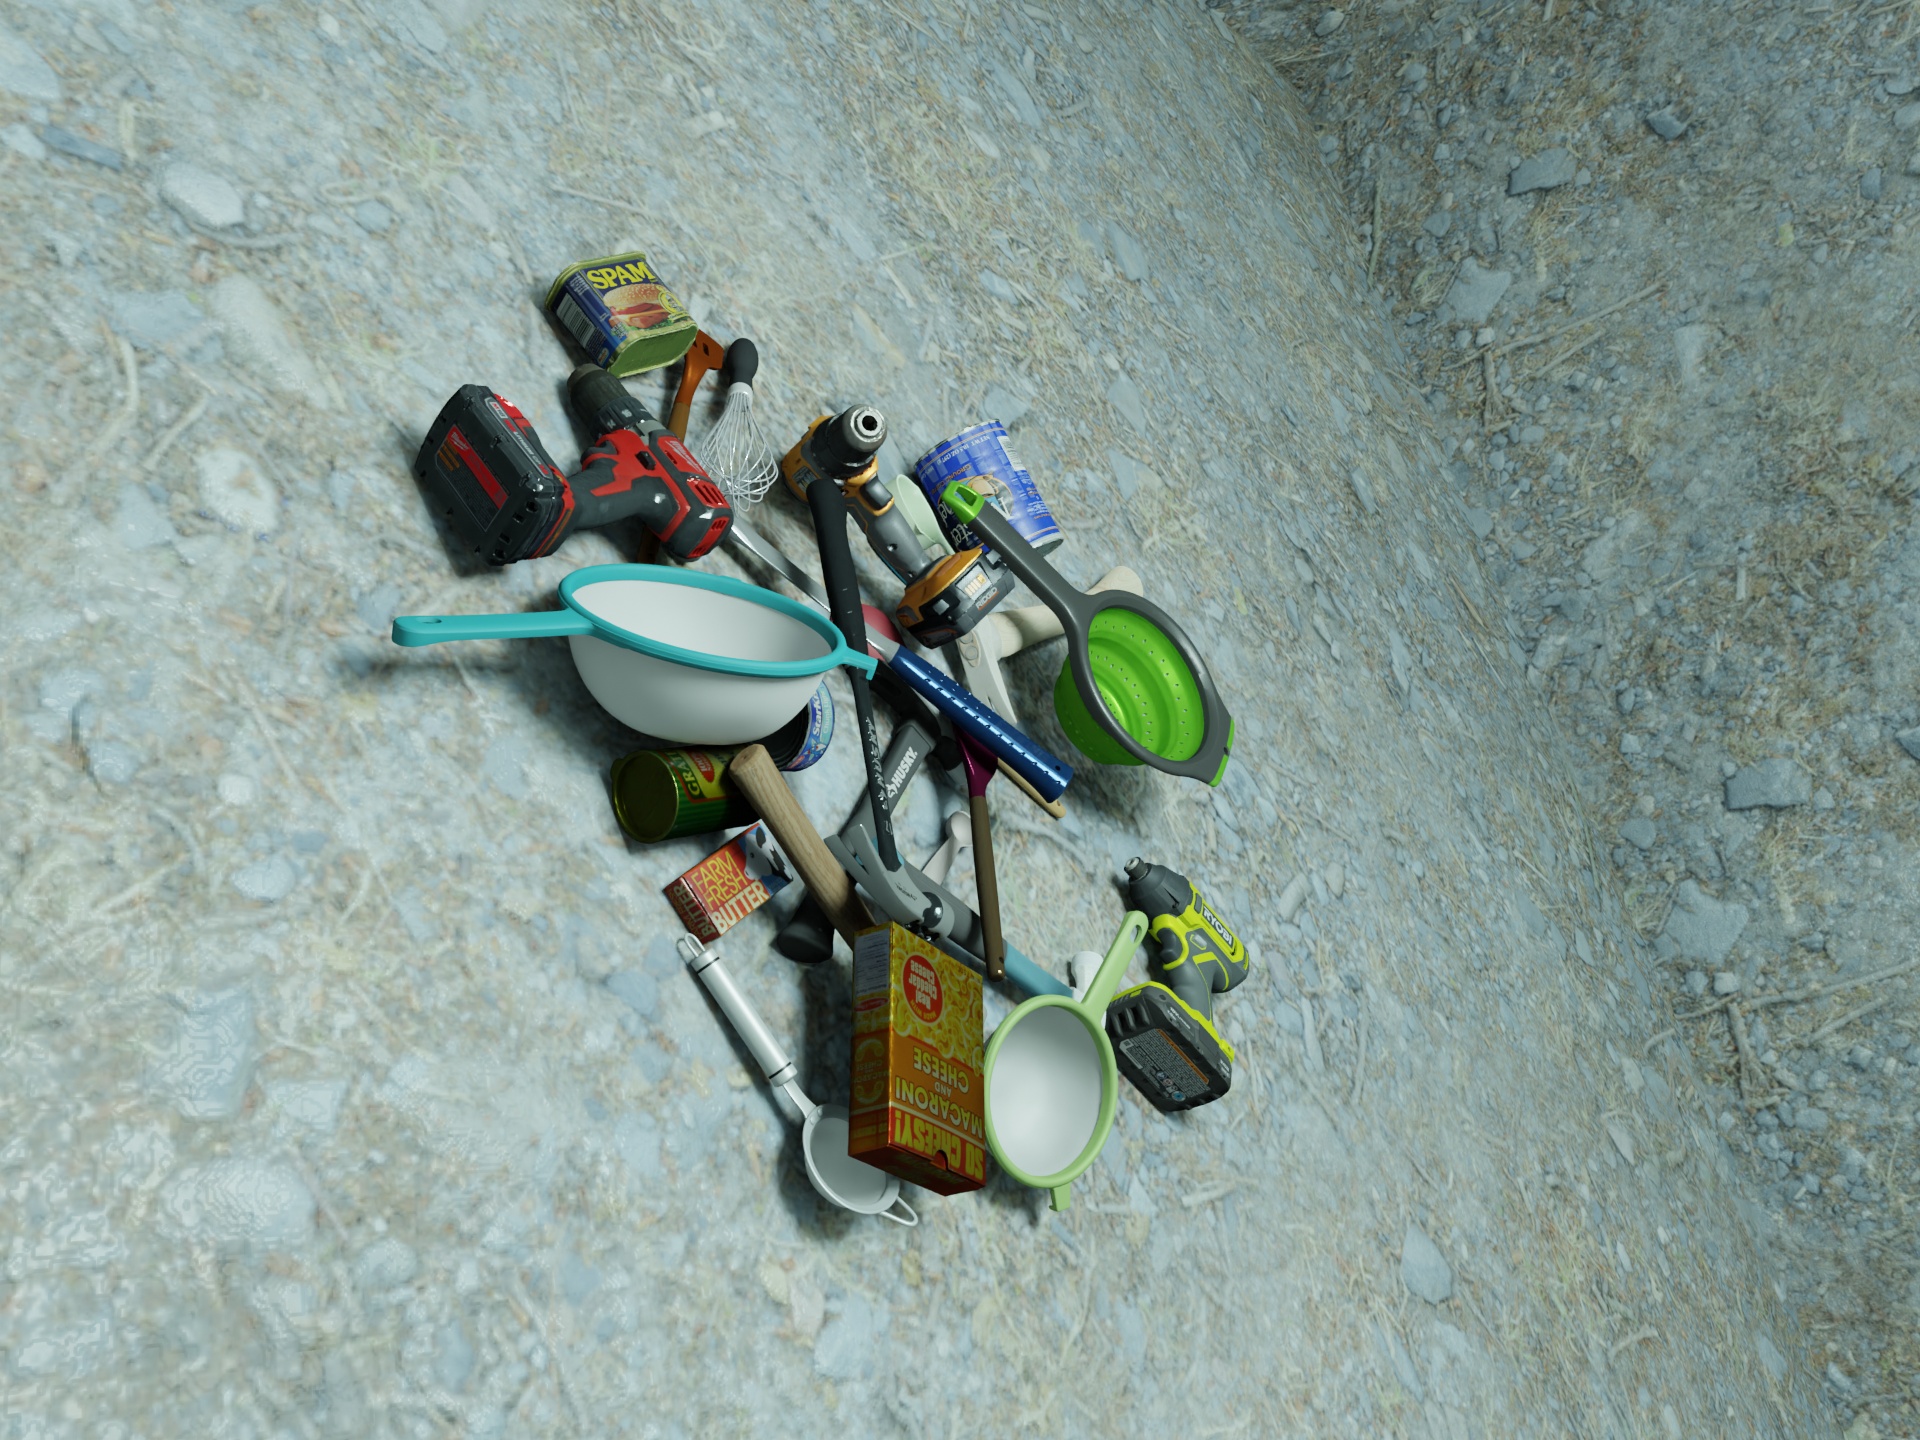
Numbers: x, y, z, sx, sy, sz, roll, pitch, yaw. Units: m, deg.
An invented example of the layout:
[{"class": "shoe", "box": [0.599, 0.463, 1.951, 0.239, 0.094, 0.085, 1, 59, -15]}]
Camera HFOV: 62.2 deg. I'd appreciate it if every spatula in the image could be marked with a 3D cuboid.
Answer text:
[{"class": "spatula", "box": [-0.248, -0.245, 1.359, 0.081, 0.041, 0.323, 32, 46, -33]}]

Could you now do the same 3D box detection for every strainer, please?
[{"class": "strainer", "box": [-0.121, 0.257, 1.124, 0.258, 0.050, 0.087, 55, 26, 3]}, {"class": "strainer", "box": [0.078, 0.259, 1.311, 0.151, 0.069, 0.256, 50, 54, -25]}, {"class": "strainer", "box": [-0.240, -0.034, 1.121, 0.340, 0.095, 0.211, -6, 27, -45]}]

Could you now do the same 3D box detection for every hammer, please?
[{"class": "hammer", "box": [-0.079, 0.158, 1.202, 0.331, 0.031, 0.130, 59, 32, -24]}, {"class": "hammer", "box": [-0.083, -0.031, 1.255, 0.149, 0.036, 0.409, 47, 25, -53]}, {"class": "hammer", "box": [-0.078, 0.078, 1.321, 0.146, 0.035, 0.335, 50, 35, -16]}, {"class": "hammer", "box": [0.024, 0.189, 1.341, 0.330, 0.033, 0.128, 42, 38, -37]}, {"class": "hammer", "box": [0.108, -0.100, 1.691, 0.410, 0.038, 0.146, -23, 96, -59]}, {"class": "hammer", "box": [-0.065, -0.069, 1.386, 0.405, 0.035, 0.144, 38, 36, -11]}]

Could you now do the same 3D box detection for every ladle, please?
[{"class": "ladle", "box": [-0.002, -0.005, 1.494, 0.315, 0.031, 0.069, 44, 36, -26]}]

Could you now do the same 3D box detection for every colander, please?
[{"class": "colander", "box": [0.104, -0.075, 1.572, 0.397, 0.094, 0.205, 43, 41, -16]}]

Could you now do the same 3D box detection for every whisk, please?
[{"class": "whisk", "box": [-0.194, -0.266, 1.390, 0.070, 0.070, 0.285, 38, 25, -29]}]

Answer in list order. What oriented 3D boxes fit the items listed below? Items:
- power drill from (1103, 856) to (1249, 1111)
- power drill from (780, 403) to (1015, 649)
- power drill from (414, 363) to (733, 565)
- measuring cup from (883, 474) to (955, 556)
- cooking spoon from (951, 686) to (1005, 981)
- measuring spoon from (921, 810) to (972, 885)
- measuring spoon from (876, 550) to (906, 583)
[{"class": "power drill", "box": [0.204, 0.246, 1.529, 0.171, 0.080, 0.223, 48, 31, -18]}, {"class": "power drill", "box": [-0.055, -0.178, 1.407, 0.084, 0.185, 0.226, -45, 100, -19]}, {"class": "power drill", "box": [-0.295, -0.201, 1.204, 0.188, 0.080, 0.226, 51, 29, 15]}, {"class": "measuring cup", "box": [-0.032, -0.168, 1.573, 0.167, 0.038, 0.083, 52, 20, -33]}, {"class": "cooking spoon", "box": [0.016, 0.089, 1.367, 0.068, 0.017, 0.319, 39, 31, -37]}, {"class": "measuring spoon", "box": [-0.020, 0.124, 1.386, 0.034, 0.018, 0.124, 51, 41, -13]}, {"class": "measuring spoon", "box": [-0.040, -0.138, 1.547, 0.128, 0.021, 0.042, 46, 35, -21]}]
